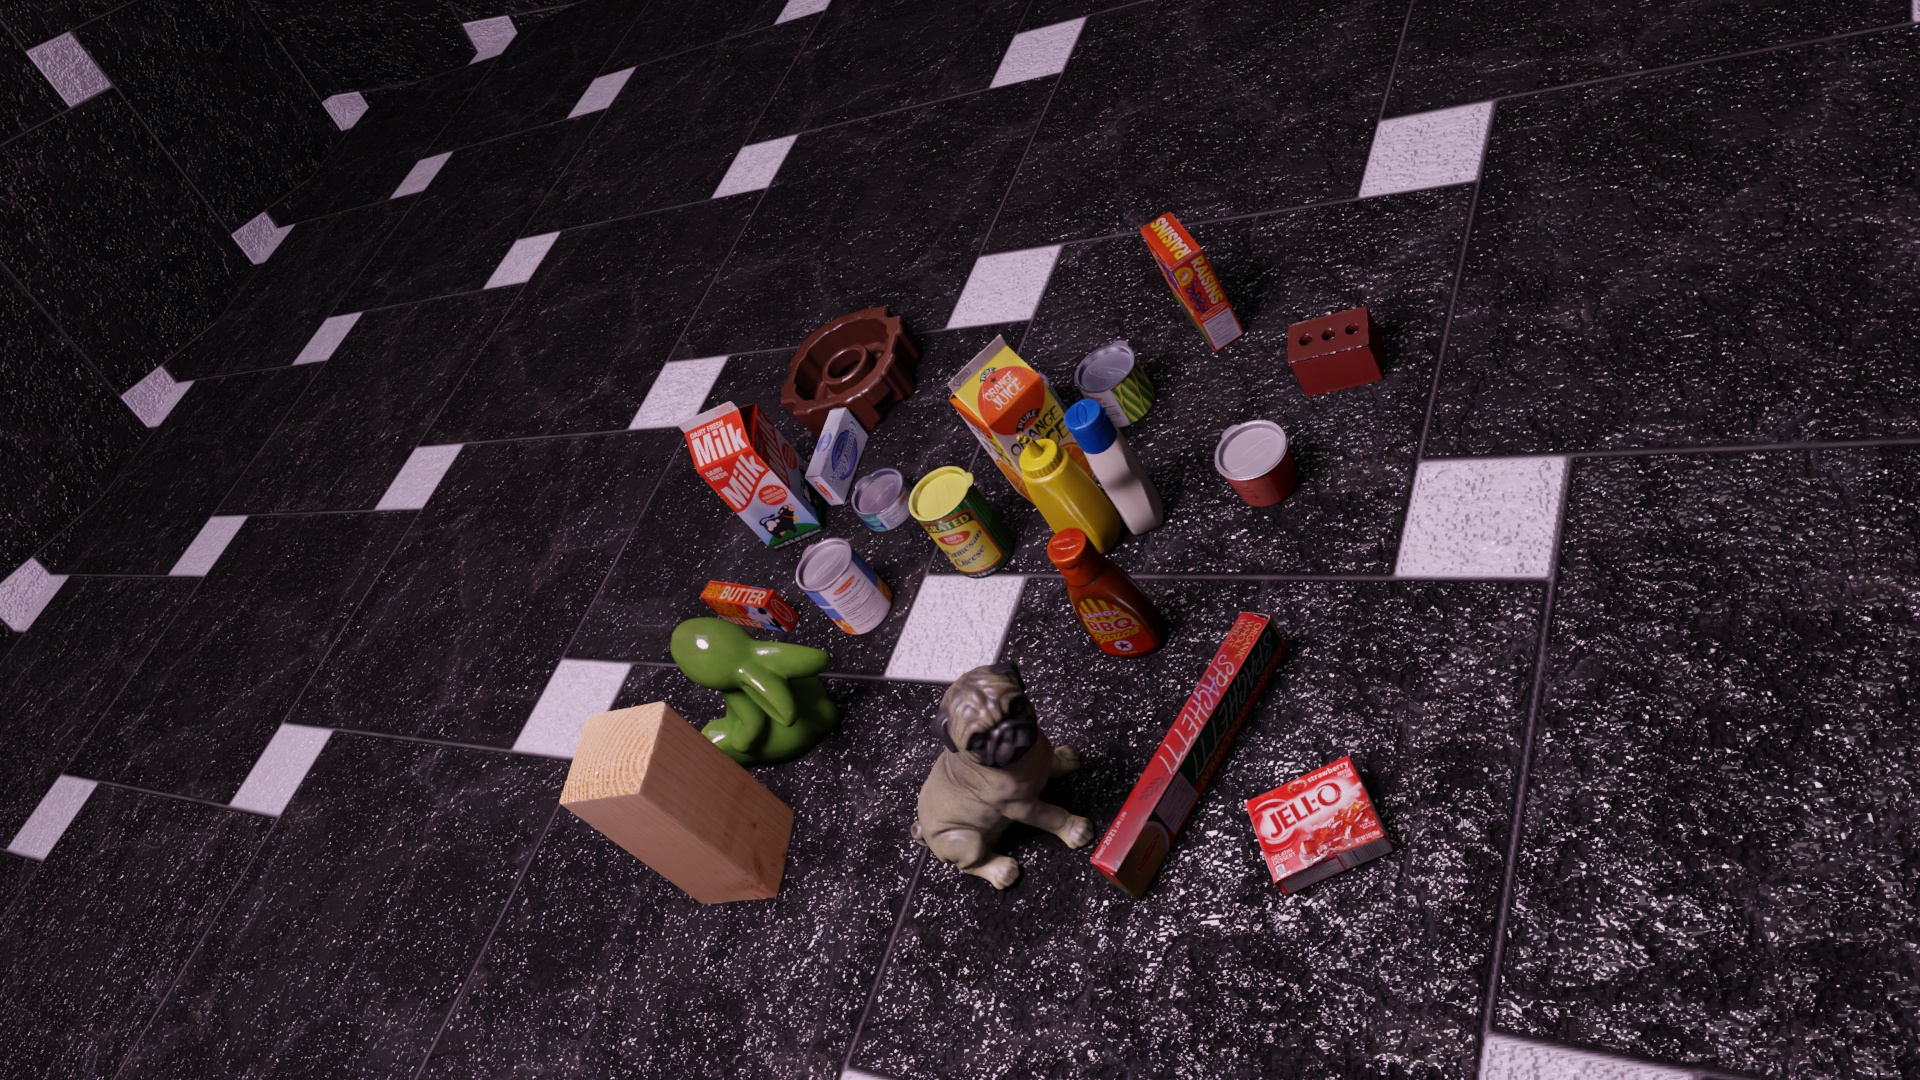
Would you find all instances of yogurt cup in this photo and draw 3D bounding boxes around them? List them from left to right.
[{"bbox_3d":[0.273,-0.067,1.267,0.072,0.053,0.073,-19,45,21],"label":"yogurt cup"}]

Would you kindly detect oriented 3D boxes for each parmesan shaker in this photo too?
[{"bbox_3d":[0.005,-0.017,1.375,0.071,0.102,0.072,-20,45,21],"label":"parmesan shaker"}]

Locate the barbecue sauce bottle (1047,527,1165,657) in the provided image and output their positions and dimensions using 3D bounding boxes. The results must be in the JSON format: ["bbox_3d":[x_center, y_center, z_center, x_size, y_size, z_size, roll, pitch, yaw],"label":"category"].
[{"bbox_3d":[0.123,0.045,1.201,0.065,0.148,0.044,-9,49,30],"label":"barbecue sauce bottle"}]

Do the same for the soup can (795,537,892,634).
[{"bbox_3d":[-0.119,0.046,1.420,0.071,0.083,0.072,-20,45,21],"label":"soup can"}]

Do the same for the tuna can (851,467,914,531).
[{"bbox_3d":[-0.084,-0.045,1.516,0.071,0.032,0.071,-19,45,20],"label":"tuna can"}]

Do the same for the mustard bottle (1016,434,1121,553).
[{"bbox_3d":[0.095,-0.050,1.297,0.065,0.159,0.049,14,63,43],"label":"mustard bottle"}]

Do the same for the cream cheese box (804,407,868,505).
[{"bbox_3d":[-0.141,-0.096,1.586,0.024,0.053,0.104,-7,50,31],"label":"cream cheese box"}]

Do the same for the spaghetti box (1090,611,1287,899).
[{"bbox_3d":[0.188,0.169,1.118,0.029,0.050,0.251,17,65,43],"label":"spaghetti box"}]

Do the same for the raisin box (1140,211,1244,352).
[{"bbox_3d":[0.236,-0.263,1.416,0.040,0.123,0.086,-31,42,8],"label":"raisin box"}]

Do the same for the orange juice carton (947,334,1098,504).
[{"bbox_3d":[0.058,-0.114,1.356,0.072,0.192,0.073,-44,41,-6],"label":"orange juice carton"}]

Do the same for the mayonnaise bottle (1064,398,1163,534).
[{"bbox_3d":[0.143,-0.071,1.291,0.041,0.147,0.065,-24,43,16],"label":"mayonnaise bottle"}]

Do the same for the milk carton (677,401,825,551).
[{"bbox_3d":[-0.227,-0.079,1.528,0.072,0.190,0.074,-22,44,19],"label":"milk carton"}]

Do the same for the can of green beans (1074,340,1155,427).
[{"bbox_3d":[0.159,-0.158,1.426,0.071,0.057,0.071,-19,45,21],"label":"can of green beans"}]

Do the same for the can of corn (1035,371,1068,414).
[{"bbox_3d":[0.074,-0.135,1.465,0.071,0.058,0.071,-19,45,21],"label":"can of corn"}]

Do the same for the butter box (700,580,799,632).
[{"bbox_3d":[-0.228,0.071,1.498,0.103,0.053,0.024,6,58,39],"label":"butter box"}]
